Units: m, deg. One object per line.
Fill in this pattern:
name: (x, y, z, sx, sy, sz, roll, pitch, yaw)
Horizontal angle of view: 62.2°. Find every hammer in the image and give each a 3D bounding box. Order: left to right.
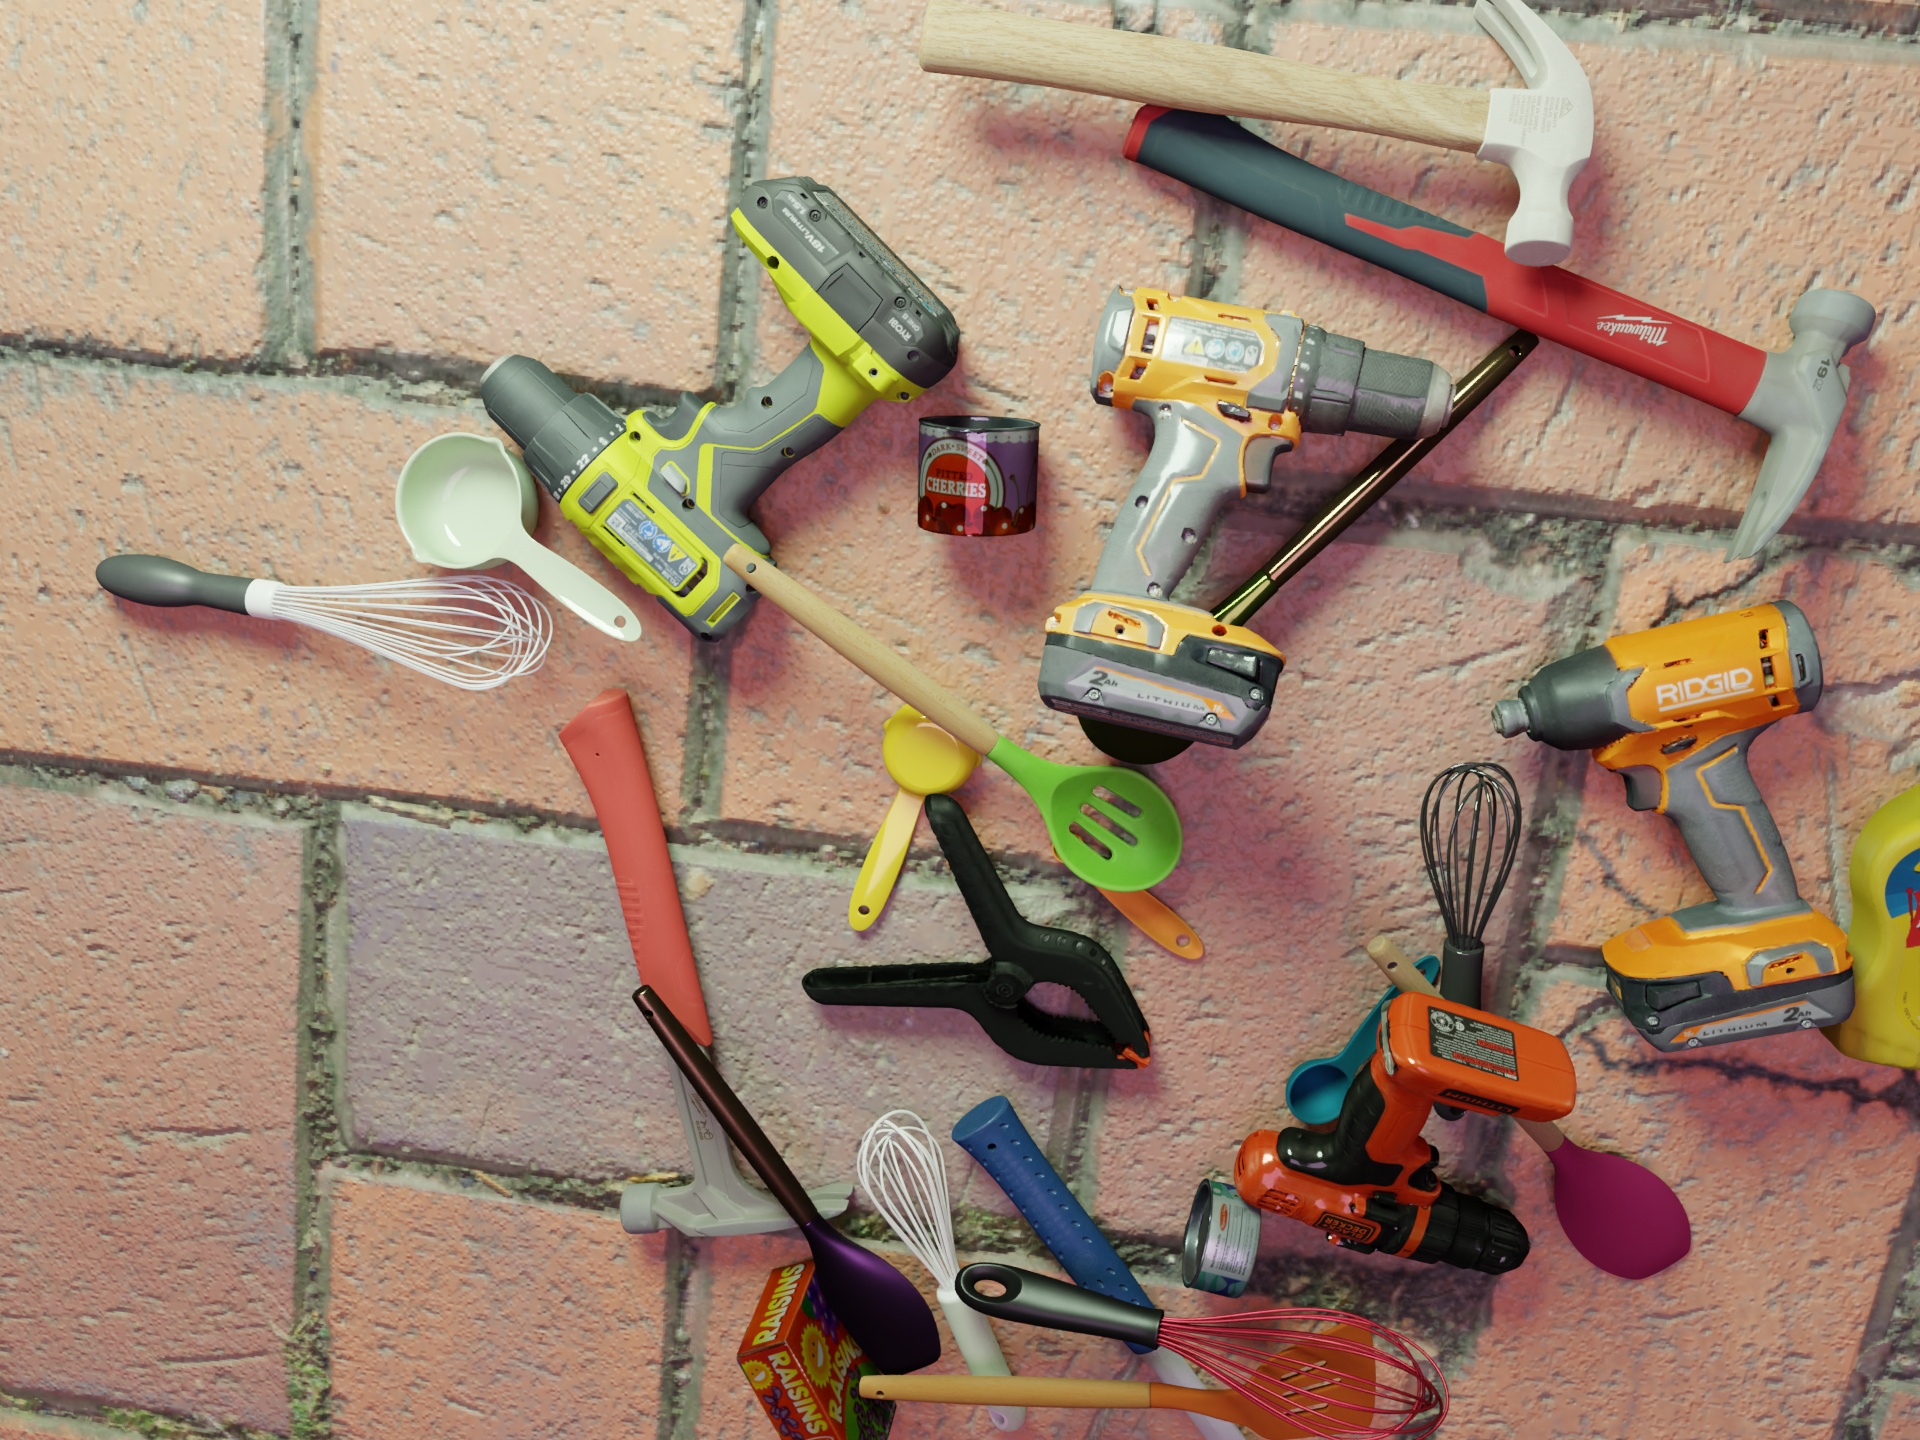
hammer: (-0.171, 0.155, 0.978, 0.149, 0.037, 0.359, -8, 105, 8)
hammer: (0.134, 0.403, 1.018, 0.144, 0.035, 0.405, -34, 100, 14)
hammer: (0.145, -0.315, 0.785, 0.331, 0.031, 0.130, 10, 83, 1)
hammer: (0.260, -0.216, 0.815, 0.386, 0.038, 0.143, 23, 90, 1)

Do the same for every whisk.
whisk: (-0.375, -0.065, 0.928, 0.284, 0.070, 0.070, 9, 107, 8)
whisk: (-0.006, 0.356, 1.017, 0.058, 0.059, 0.246, -4, 114, 45)
whisk: (0.137, 0.367, 0.944, 0.296, 0.073, 0.073, 8, 107, 16)
whisk: (0.288, 0.132, 0.916, 0.055, 0.055, 0.238, -1, 113, 6)

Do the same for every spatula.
spatula: (-0.106, 0.287, 0.981, 0.060, 0.018, 0.315, -28, 105, 17)
spatula: (0.096, 0.417, 0.997, 0.322, 0.041, 0.081, -3, 105, 11)

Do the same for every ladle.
ladle: (0.189, -0.096, 0.874, 0.320, 0.062, 0.078, -44, 89, 8)

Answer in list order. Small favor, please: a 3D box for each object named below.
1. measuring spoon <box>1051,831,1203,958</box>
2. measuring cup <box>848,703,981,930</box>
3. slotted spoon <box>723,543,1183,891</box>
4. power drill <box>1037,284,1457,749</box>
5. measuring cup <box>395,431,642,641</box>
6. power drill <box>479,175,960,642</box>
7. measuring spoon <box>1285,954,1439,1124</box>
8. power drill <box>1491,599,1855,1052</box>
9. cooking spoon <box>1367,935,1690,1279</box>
measuring spoon: (0.101, 0.105, 0.952, 0.117, 0.011, 0.021, 39, 101, -9)
measuring cup: (-0.036, 0.061, 0.940, 0.062, 0.029, 0.156, 22, 105, -1)
slotted spoon: (-0.001, -0.003, 0.889, 0.313, 0.031, 0.070, 36, 89, -18)
power drill: (0.143, -0.103, 0.818, 0.185, 0.084, 0.226, 12, 85, 9)
measuring cup: (-0.241, -0.096, 0.897, 0.167, 0.038, 0.083, 37, 96, 6)
power drill: (-0.132, -0.179, 0.859, 0.190, 0.080, 0.228, 44, 108, -8)
measuring spoon: (0.242, 0.188, 0.959, 0.042, 0.021, 0.128, 36, 97, -17)
power drill: (0.391, 0.060, 0.874, 0.164, 0.084, 0.226, -12, 100, 10)
cooking spoon: (0.334, 0.232, 0.933, 0.068, 0.017, 0.318, -38, 110, 16)
